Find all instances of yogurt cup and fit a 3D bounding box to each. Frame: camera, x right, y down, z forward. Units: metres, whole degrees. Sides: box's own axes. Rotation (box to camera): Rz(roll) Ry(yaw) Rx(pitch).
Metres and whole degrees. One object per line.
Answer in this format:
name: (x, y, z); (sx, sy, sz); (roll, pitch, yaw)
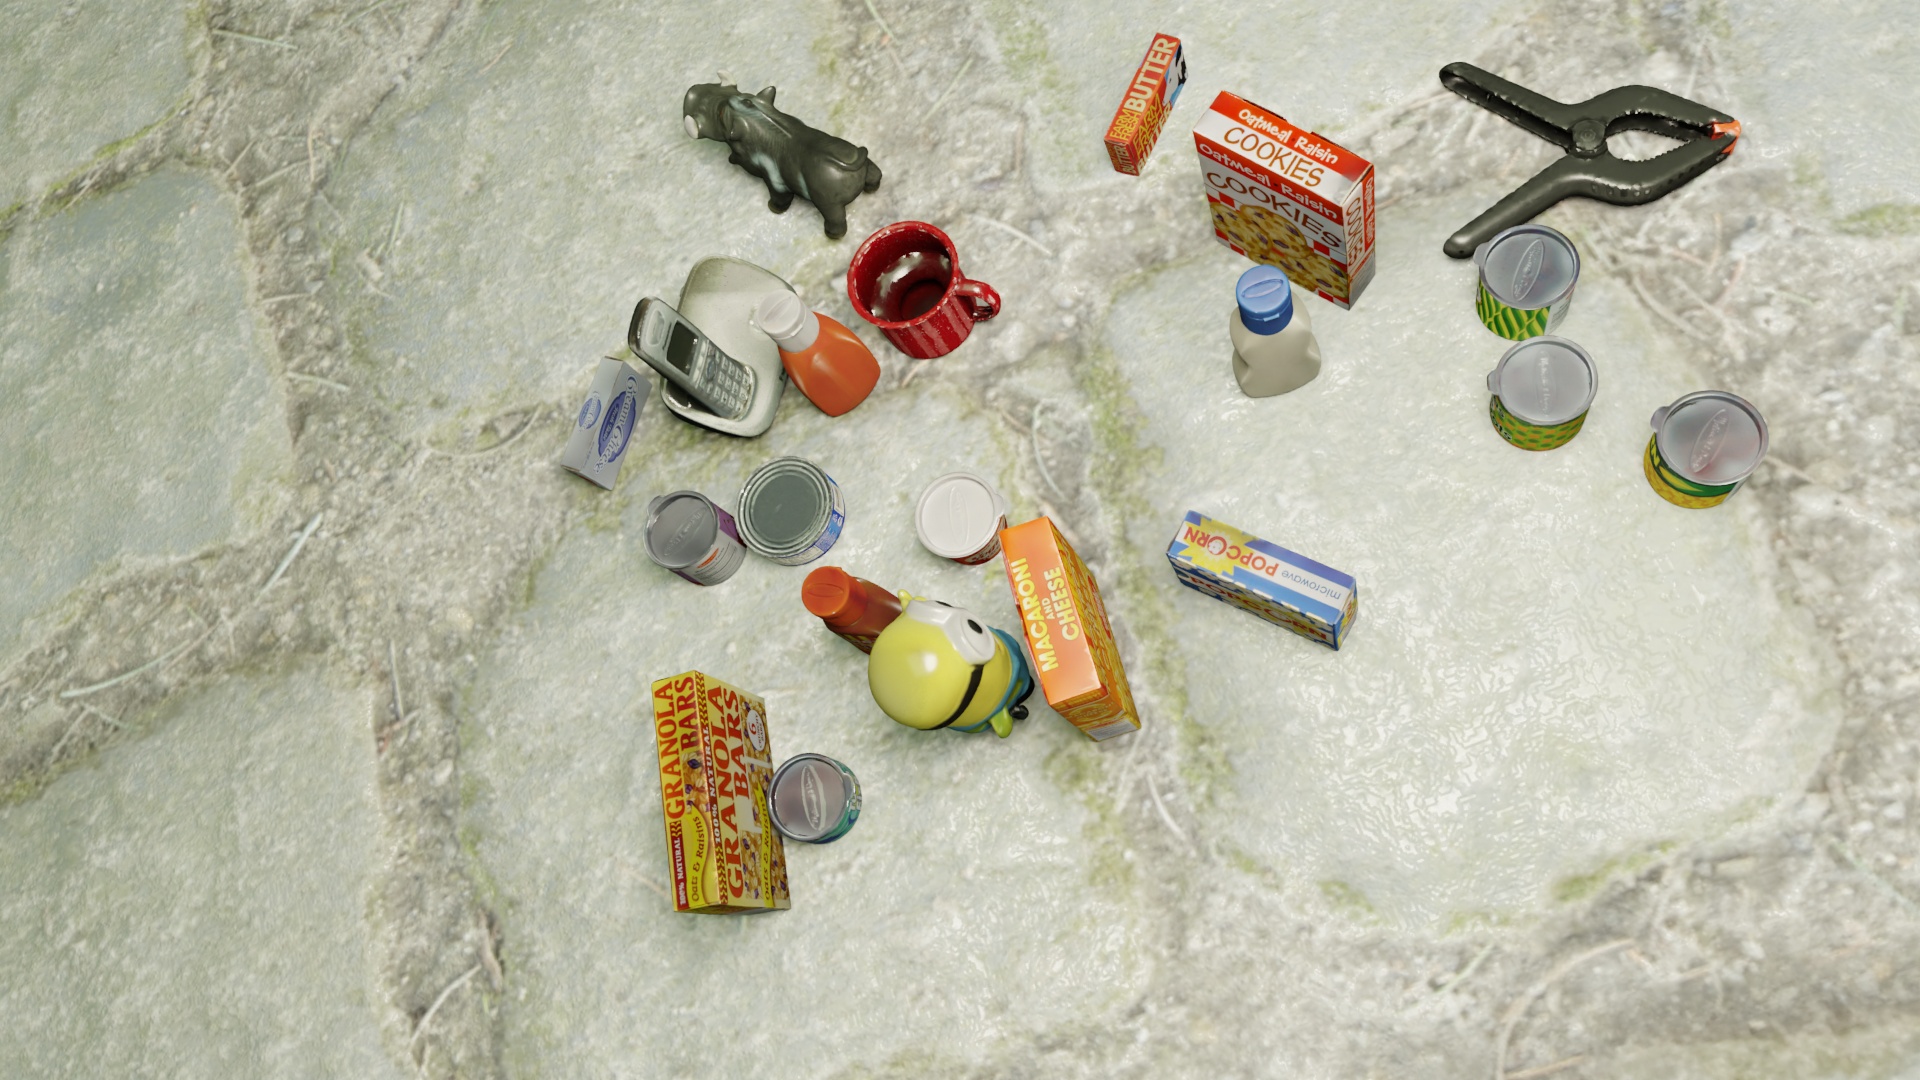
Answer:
yogurt cup: (0.004, -0.013, 1.070); (0.072, 0.054, 0.072); (-5, 73, 15)

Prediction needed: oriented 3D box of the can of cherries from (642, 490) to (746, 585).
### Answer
can of cherries: (-0.216, -0.003, 1.130); (0.071, 0.058, 0.071); (-5, 73, 15)

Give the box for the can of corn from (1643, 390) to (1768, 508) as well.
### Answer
can of corn: (0.497, -0.061, 0.934); (0.071, 0.058, 0.071); (-5, 73, 15)

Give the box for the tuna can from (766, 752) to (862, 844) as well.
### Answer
tuna can: (-0.108, 0.195, 1.051); (0.071, 0.032, 0.071); (-5, 72, 15)

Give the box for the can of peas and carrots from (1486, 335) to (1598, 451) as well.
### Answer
can of peas and carrots: (0.405, -0.102, 0.974); (0.071, 0.058, 0.071); (-5, 73, 15)

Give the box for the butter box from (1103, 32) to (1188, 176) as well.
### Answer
butter box: (0.152, -0.354, 1.130); (0.024, 0.053, 0.103); (23, 81, 22)

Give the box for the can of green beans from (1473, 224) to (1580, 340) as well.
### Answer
can of green beans: (0.407, -0.185, 1.000); (0.071, 0.057, 0.071); (-5, 73, 15)

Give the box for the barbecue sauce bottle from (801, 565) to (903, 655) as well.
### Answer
barbecue sauce bottle: (-0.072, 0.053, 1.021); (0.065, 0.148, 0.044); (5, 76, 18)

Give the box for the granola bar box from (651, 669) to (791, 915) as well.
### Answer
granola bar box: (-0.176, 0.189, 1.023); (0.039, 0.124, 0.166); (-15, 70, 12)

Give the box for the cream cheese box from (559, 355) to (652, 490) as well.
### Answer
cream cheese box: (-0.302, -0.100, 1.188); (0.024, 0.053, 0.104); (14, 78, 20)

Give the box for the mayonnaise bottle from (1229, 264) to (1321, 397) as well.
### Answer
mayonnaise bottle: (0.223, -0.149, 0.995); (0.065, 0.148, 0.041); (-18, 70, 11)

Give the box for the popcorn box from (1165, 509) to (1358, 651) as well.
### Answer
popcorn box: (0.214, 0.029, 0.977); (0.127, 0.085, 0.038); (24, 82, 22)

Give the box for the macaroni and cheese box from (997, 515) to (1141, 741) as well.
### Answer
macaroni and cheese box: (0.077, 0.066, 0.962); (0.040, 0.166, 0.124); (-20, 69, 10)

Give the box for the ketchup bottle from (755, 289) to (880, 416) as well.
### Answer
ketchup bottle: (-0.114, -0.150, 1.095); (0.065, 0.148, 0.043); (-45, 67, 0)

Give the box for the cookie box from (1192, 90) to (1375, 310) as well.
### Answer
cookie box: (0.239, -0.244, 1.009); (0.123, 0.167, 0.040); (35, 86, 23)
